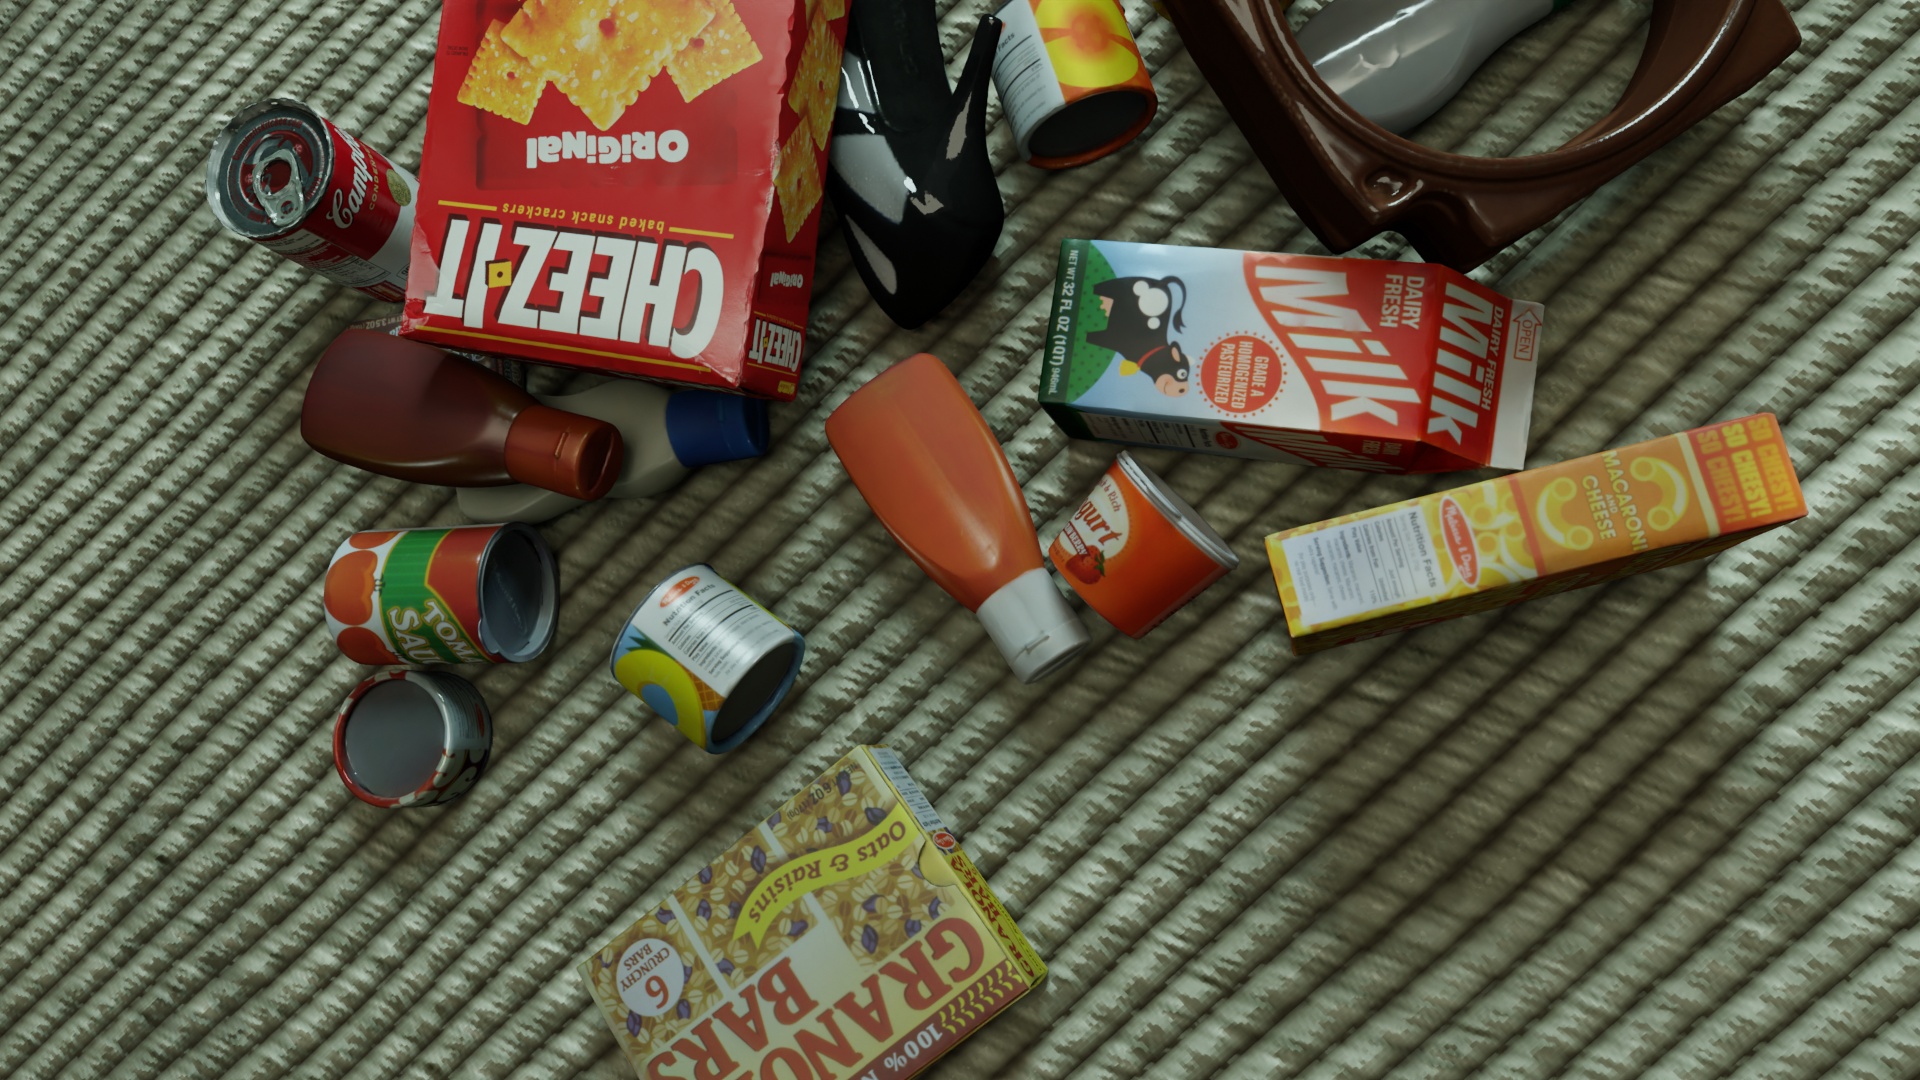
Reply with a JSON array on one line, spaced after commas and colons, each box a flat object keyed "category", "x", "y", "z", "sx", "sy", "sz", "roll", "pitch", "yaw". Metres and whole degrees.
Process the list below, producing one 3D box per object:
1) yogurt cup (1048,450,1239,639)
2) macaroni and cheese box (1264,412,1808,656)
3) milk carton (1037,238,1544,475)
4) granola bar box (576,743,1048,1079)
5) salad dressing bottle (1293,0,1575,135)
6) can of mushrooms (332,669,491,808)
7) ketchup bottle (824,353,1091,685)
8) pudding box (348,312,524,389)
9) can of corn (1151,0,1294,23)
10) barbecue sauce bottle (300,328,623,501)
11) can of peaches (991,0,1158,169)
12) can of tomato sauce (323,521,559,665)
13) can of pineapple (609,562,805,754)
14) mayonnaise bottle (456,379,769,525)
[{"category": "yogurt cup", "x": 0.074, "y": 0.004, "z": 0.581, "sx": 0.054, "sy": 0.072, "sz": 0.072, "roll": -46, "pitch": 73, "yaw": 12}, {"category": "macaroni and cheese box", "x": 0.201, "y": 0.002, "z": 0.516, "sx": 0.166, "sy": 0.123, "sz": 0.040, "roll": -15, "pitch": 79, "yaw": 11}, {"category": "milk carton", "x": 0.135, "y": -0.073, "z": 0.572, "sx": 0.190, "sy": 0.073, "sz": 0.072, "roll": 8, "pitch": 84, "yaw": 15}, {"category": "granola bar box", "x": -0.066, "y": 0.186, "z": 0.598, "sx": 0.165, "sy": 0.039, "sz": 0.124, "roll": -39, "pitch": 74, "yaw": 6}, {"category": "salad dressing bottle", "x": 0.210, "y": -0.222, "z": 0.594, "sx": 0.147, "sy": 0.044, "sz": 0.064, "roll": -28, "pitch": 81, "yaw": 7}, {"category": "can of mushrooms", "x": -0.265, "y": 0.097, "z": 0.667, "sx": 0.071, "sy": 0.033, "sz": 0.071, "roll": -2, "pitch": 81, "yaw": 13}, {"category": "ketchup bottle", "x": 0.002, "y": -0.008, "z": 0.610, "sx": 0.064, "sy": 0.043, "sz": 0.149, "roll": -35, "pitch": 75, "yaw": 8}, {"category": "pudding box", "x": -0.263, "y": -0.090, "z": 0.698, "sx": 0.083, "sy": 0.030, "sz": 0.050, "roll": -8, "pitch": 80, "yaw": 13}, {"category": "can of corn", "x": 0.119, "y": -0.267, "z": 0.614, "sx": 0.071, "sy": 0.071, "sz": 0.058, "roll": -1, "pitch": 82, "yaw": 14}, {"category": "barbecue sauce bottle", "x": -0.226, "y": -0.052, "z": 0.632, "sx": 0.148, "sy": 0.043, "sz": 0.065, "roll": 15, "pitch": 79, "yaw": 19}, {"category": "can of peaches", "x": 0.051, "y": -0.208, "z": 0.620, "sx": 0.071, "sy": 0.071, "sz": 0.058, "roll": -20, "pitch": 77, "yaw": 11}, {"category": "can of tomato sauce", "x": -0.244, "y": 0.027, "z": 0.655, "sx": 0.083, "sy": 0.071, "sz": 0.071, "roll": -3, "pitch": 81, "yaw": 15}, {"category": "can of pineapple", "x": -0.112, "y": 0.054, "z": 0.619, "sx": 0.058, "sy": 0.071, "sz": 0.071, "roll": 35, "pitch": 91, "yaw": 17}, {"category": "mayonnaise bottle", "x": -0.166, "y": -0.046, "z": 0.662, "sx": 0.148, "sy": 0.041, "sz": 0.065, "roll": -8, "pitch": 77, "yaw": 12}]
